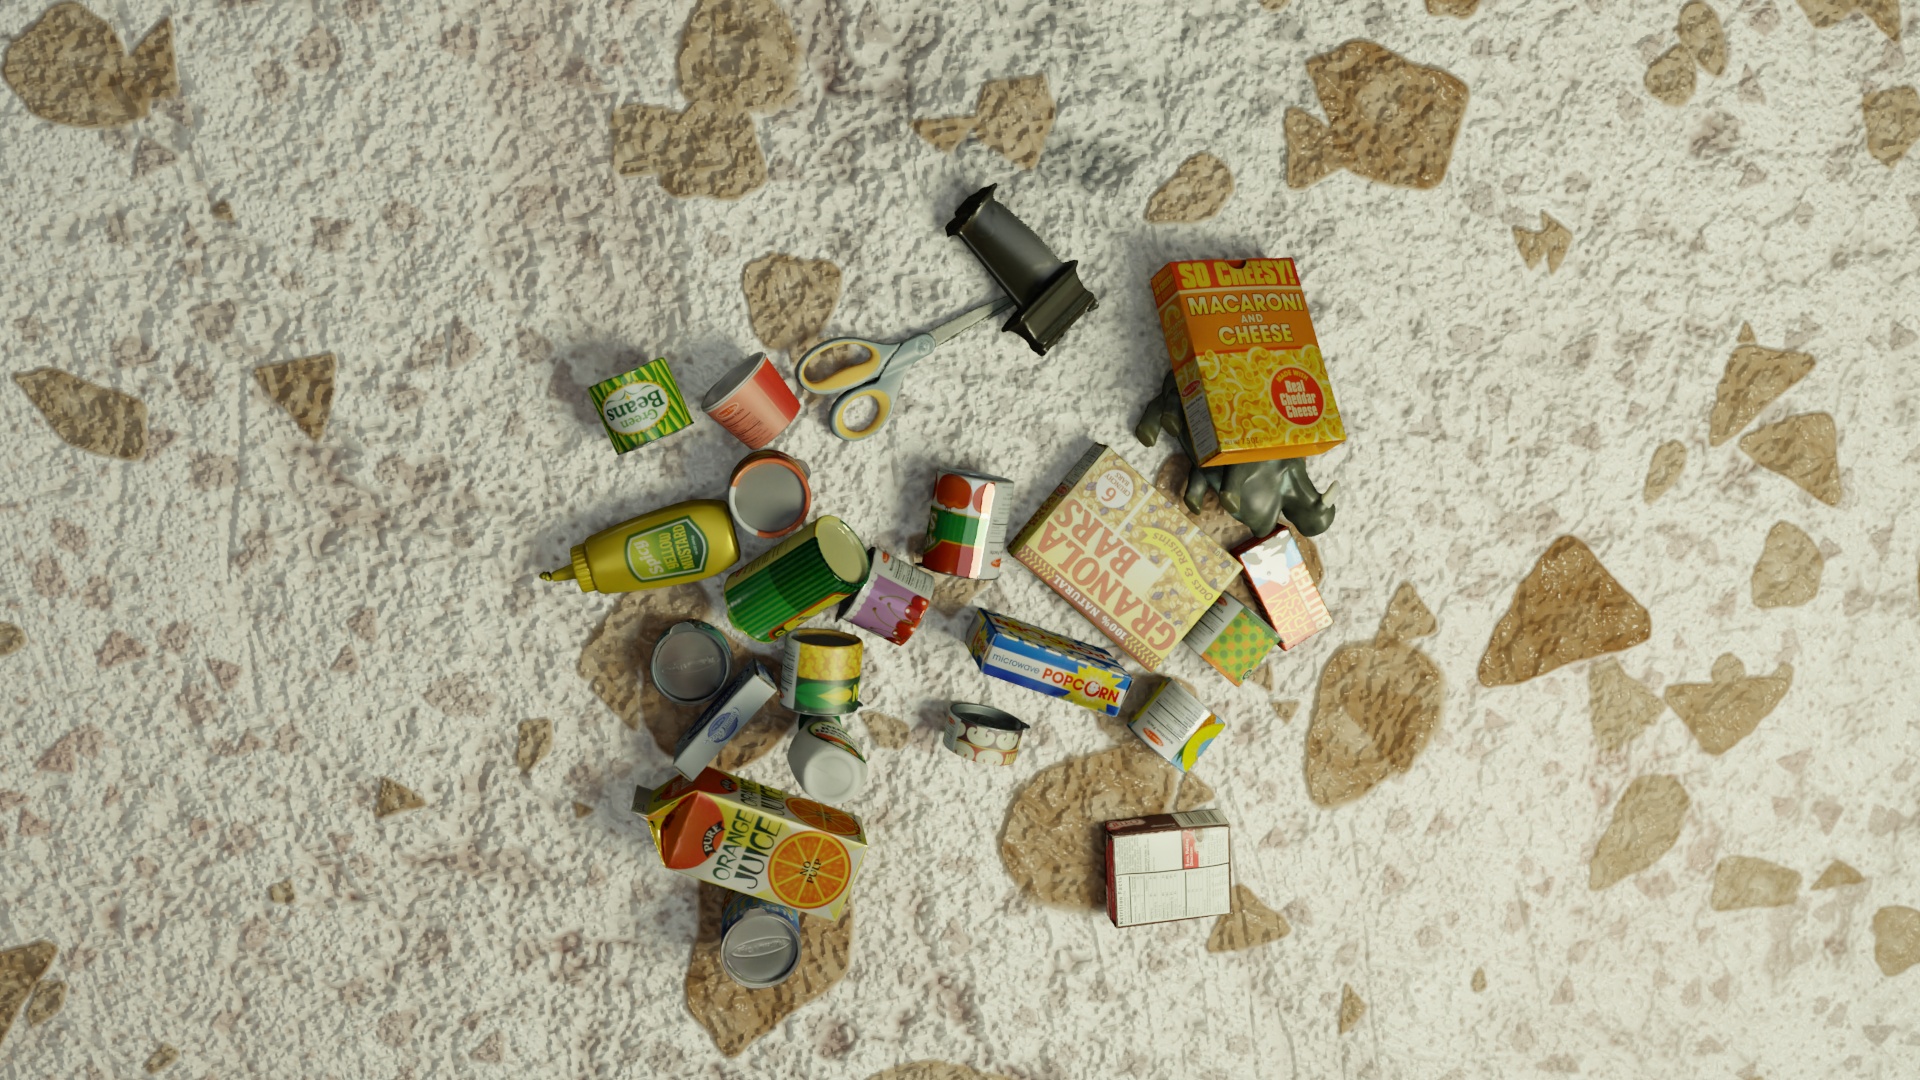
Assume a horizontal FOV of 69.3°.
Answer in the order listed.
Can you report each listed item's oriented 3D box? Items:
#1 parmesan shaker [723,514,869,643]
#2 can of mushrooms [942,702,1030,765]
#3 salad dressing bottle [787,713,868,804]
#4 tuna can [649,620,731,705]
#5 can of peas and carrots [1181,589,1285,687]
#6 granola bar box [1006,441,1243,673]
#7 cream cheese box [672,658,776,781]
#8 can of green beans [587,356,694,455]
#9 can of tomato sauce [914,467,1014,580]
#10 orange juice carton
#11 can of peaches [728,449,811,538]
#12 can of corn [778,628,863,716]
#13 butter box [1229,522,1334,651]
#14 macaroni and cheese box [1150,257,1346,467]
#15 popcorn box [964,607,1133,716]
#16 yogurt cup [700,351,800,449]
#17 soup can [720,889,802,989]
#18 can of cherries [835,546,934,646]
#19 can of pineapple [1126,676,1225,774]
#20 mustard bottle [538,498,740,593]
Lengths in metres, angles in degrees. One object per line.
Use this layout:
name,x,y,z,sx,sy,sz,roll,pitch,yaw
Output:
parmesan shaker,-0.132,0.033,1.115,0.103,0.072,0.071,-31,105,28
can of mushrooms,0.022,0.166,1.186,0.071,0.071,0.033,13,98,-11
salad dressing bottle,-0.110,0.168,1.123,0.064,0.148,0.044,29,93,-13
tuna can,-0.224,0.098,1.152,0.071,0.033,0.071,-2,100,-9
can of peas and carrots,0.237,0.087,1.209,0.071,0.071,0.058,40,92,-13
granola bar box,0.142,0.015,1.195,0.165,0.039,0.124,40,92,-13
cream cheese box,-0.197,0.147,1.154,0.024,0.053,0.104,43,91,-15
can of green beans,-0.252,-0.107,1.097,0.071,0.071,0.057,-23,102,-5
can of tomato sauce,0.004,-0.014,1.155,0.071,0.071,0.083,9,97,-11
orange juice carton,-0.182,0.246,1.164,0.193,0.072,0.073,21,95,-12
can of peaches,-0.153,-0.040,1.128,0.071,0.058,0.071,-1,100,-8
can of corn,-0.113,0.109,1.155,0.071,0.071,0.058,5,99,-10
butter box,0.285,0.042,1.230,0.053,0.024,0.103,-29,103,-4
macaroni and cheese box,0.235,-0.149,1.136,0.124,0.040,0.167,-7,76,-23
popcorn box,0.073,0.102,1.174,0.127,0.085,0.038,19,97,-12
yogurt cup,-0.165,-0.110,1.113,0.072,0.072,0.054,-42,111,0
soup can,-0.169,0.326,1.173,0.071,0.084,0.071,-2,100,-9
can of cherries,-0.063,0.049,1.155,0.058,0.071,0.071,27,94,-14
can of pineapple,0.189,0.161,1.215,0.071,0.071,0.058,40,92,-13
mustard bottle,-0.261,0.012,1.124,0.160,0.049,0.065,-16,100,-7
